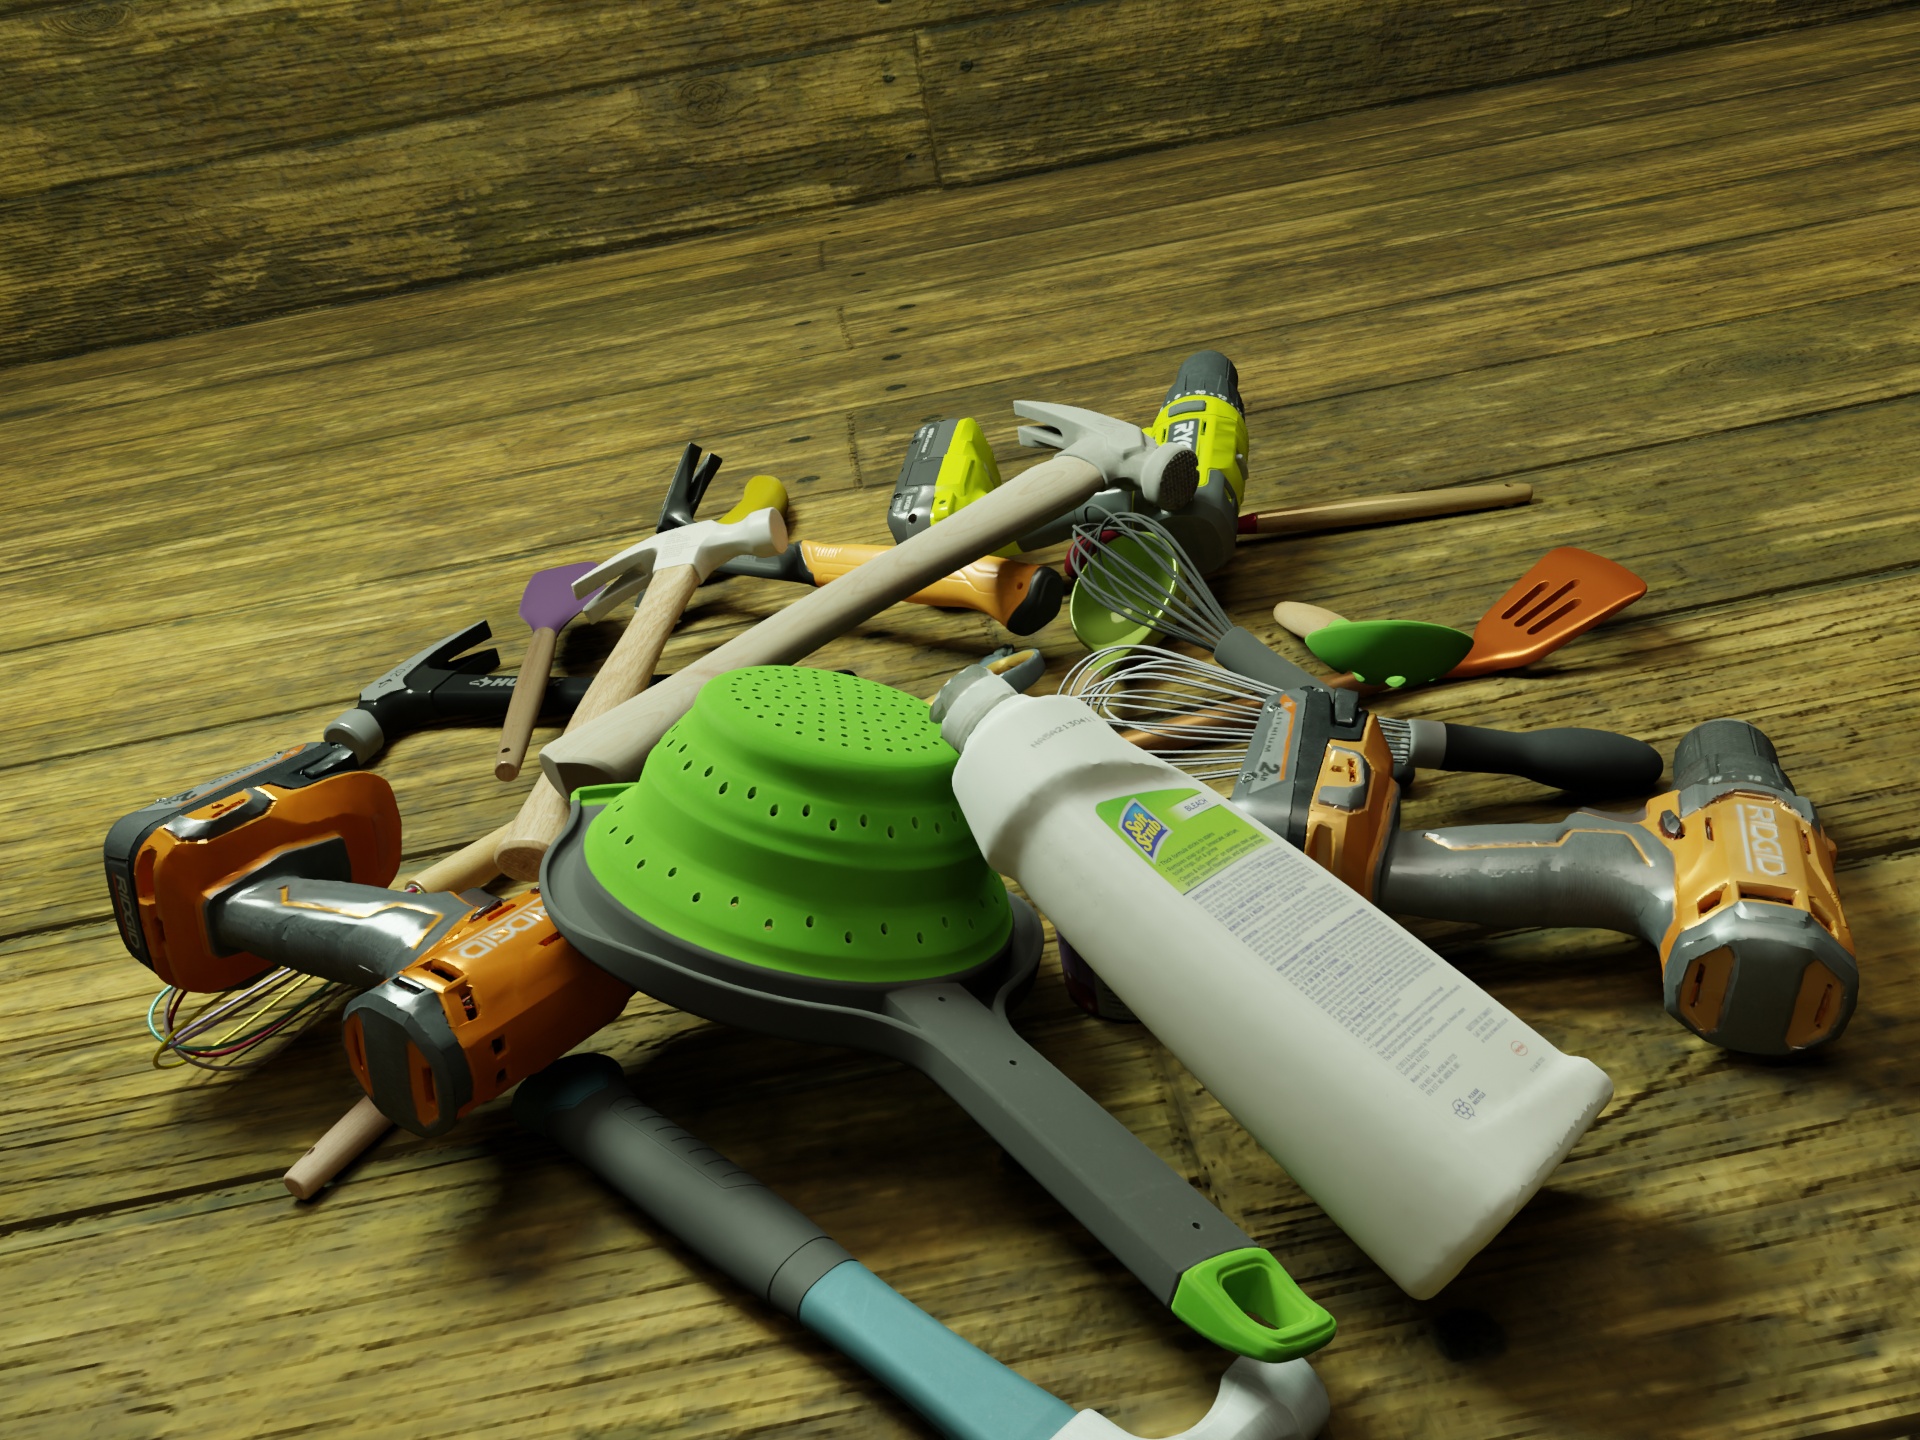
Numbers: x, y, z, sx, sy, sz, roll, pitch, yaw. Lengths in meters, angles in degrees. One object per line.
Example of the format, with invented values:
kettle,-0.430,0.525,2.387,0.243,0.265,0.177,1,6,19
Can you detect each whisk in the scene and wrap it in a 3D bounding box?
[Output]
whisk,-0.287,0.099,0.784,0.051,0.047,0.245,21,34,27
whisk,0.141,-0.041,0.824,0.055,0.055,0.239,-27,54,-30
whisk,0.183,0.008,0.740,0.284,0.070,0.070,6,28,1

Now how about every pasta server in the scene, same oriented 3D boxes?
pasta server,-0.197,0.102,0.746,0.060,0.040,0.316,-26,14,40

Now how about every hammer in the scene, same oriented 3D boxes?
hammer,-0.056,-0.076,0.891,0.410,0.038,0.146,-33,40,-27
hammer,-0.051,0.186,0.534,0.128,0.033,0.331,-30,32,-35
hammer,-0.076,-0.106,1.029,0.337,0.127,0.034,12,-7,37
hammer,-0.220,-0.018,0.993,0.335,0.035,0.146,0,29,20
hammer,-0.197,-0.024,0.919,0.130,0.031,0.332,-10,33,16

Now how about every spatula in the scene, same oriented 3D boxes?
spatula,0.204,-0.026,0.850,0.322,0.041,0.081,-15,26,-8
spatula,-0.261,-0.042,0.997,0.060,0.018,0.316,-11,27,-1

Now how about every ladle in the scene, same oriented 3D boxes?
ladle,0.226,-0.135,1.074,0.315,0.031,0.069,-7,29,4
ladle,0.057,-0.020,0.849,0.078,0.062,0.320,-26,13,32

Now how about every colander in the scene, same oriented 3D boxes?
colander,-0.010,0.069,0.577,0.204,0.094,0.397,0,23,-39

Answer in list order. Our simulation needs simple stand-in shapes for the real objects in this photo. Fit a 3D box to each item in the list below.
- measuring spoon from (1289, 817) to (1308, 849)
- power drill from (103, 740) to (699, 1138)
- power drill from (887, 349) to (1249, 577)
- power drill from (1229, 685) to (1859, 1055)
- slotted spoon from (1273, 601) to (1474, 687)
measuring spoon,0.160,0.060,0.730,0.034,0.018,0.124,17,43,24
power drill,-0.233,0.080,0.681,0.227,0.084,0.164,17,29,30
power drill,0.080,-0.166,1.060,0.228,0.080,0.191,-7,45,22
power drill,0.233,0.044,0.653,0.226,0.084,0.185,8,31,18
slotted spoon,0.190,-0.045,0.805,0.070,0.031,0.314,5,7,2
